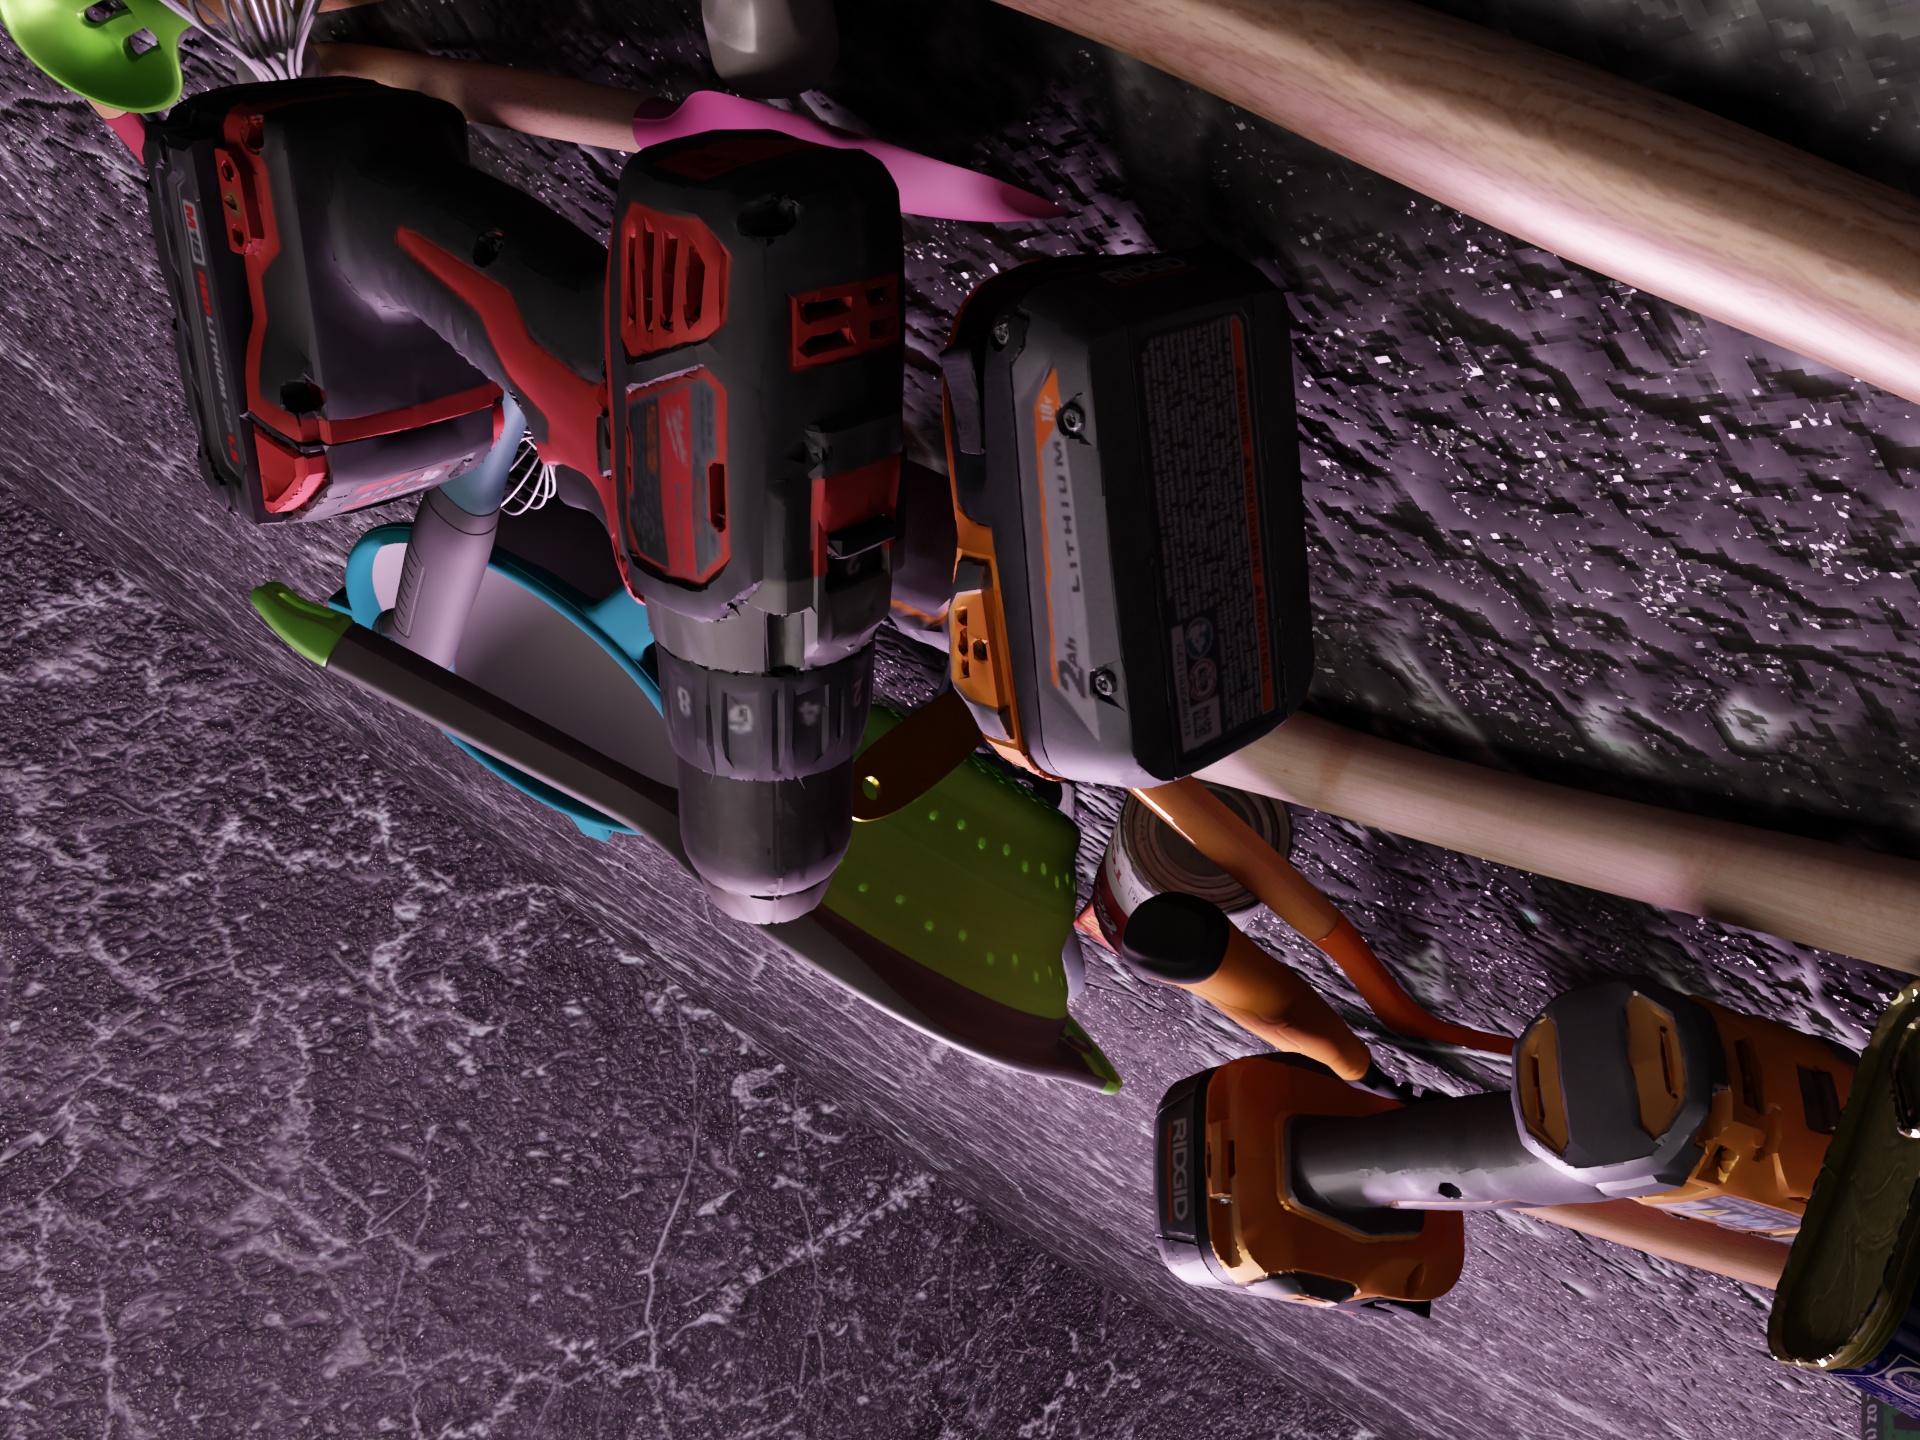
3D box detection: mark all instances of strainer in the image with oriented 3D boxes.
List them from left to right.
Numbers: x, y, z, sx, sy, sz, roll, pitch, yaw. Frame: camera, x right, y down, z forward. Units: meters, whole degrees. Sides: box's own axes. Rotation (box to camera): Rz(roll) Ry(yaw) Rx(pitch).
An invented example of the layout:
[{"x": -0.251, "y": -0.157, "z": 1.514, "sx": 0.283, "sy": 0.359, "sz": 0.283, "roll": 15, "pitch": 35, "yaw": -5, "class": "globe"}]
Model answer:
[{"x": -0.160, "y": -0.059, "z": 0.761, "sx": 0.211, "sy": 0.095, "sz": 0.340, "roll": 45, "pitch": 144, "yaw": -17, "class": "strainer"}]

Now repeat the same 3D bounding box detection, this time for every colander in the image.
[{"x": -0.084, "y": 0.018, "z": 0.655, "sx": 0.397, "sy": 0.094, "sz": 0.205, "roll": 30, "pitch": -178, "yaw": -16, "class": "colander"}]

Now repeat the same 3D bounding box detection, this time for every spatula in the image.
[{"x": 0.114, "y": 0.049, "z": 0.556, "sx": 0.322, "sy": 0.041, "sz": 0.081, "roll": 40, "pitch": 163, "yaw": -17, "class": "spatula"}, {"x": 0.233, "y": 0.205, "z": 0.651, "sx": 0.318, "sy": 0.044, "sz": 0.082, "roll": 7, "pitch": 164, "yaw": 40, "class": "spatula"}]

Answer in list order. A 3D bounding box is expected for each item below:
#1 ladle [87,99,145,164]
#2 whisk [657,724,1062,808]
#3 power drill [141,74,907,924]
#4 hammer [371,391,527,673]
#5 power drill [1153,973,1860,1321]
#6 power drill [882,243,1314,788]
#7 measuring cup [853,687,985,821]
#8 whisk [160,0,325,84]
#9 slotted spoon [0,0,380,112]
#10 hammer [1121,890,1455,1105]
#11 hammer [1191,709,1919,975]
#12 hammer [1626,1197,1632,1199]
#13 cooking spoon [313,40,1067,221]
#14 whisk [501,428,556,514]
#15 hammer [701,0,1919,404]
[{"x": -0.360, "y": -0.270, "z": 0.646, "sx": 0.069, "sy": 0.031, "sz": 0.315, "roll": 24, "pitch": 158, "yaw": 21, "class": "ladle"}, {"x": -0.064, "y": 0.020, "z": 0.829, "sx": 0.296, "sy": 0.073, "sz": 0.073, "roll": 8, "pitch": 149, "yaw": 43, "class": "whisk"}, {"x": -0.106, "y": -0.064, "z": 0.408, "sx": 0.227, "sy": 0.080, "sz": 0.187, "roll": 25, "pitch": 126, "yaw": 33, "class": "power drill"}, {"x": -0.195, "y": -0.086, "z": 0.619, "sx": 0.128, "sy": 0.033, "sz": 0.331, "roll": 43, "pitch": 148, "yaw": -4, "class": "hammer"}, {"x": 0.200, "y": 0.152, "z": 0.537, "sx": 0.185, "sy": 0.084, "sz": 0.226, "roll": 21, "pitch": 148, "yaw": -30, "class": "power drill"}, {"x": -0.021, "y": -0.074, "z": 0.435, "sx": 0.227, "sy": 0.084, "sz": 0.164, "roll": 13, "pitch": 118, "yaw": 47, "class": "power drill"}, {"x": -0.001, "y": -0.002, "z": 0.525, "sx": 0.029, "sy": 0.156, "sz": 0.062, "roll": -27, "pitch": 97, "yaw": 40, "class": "measuring cup"}, {"x": -0.203, "y": -0.195, "z": 0.469, "sx": 0.058, "sy": 0.059, "sz": 0.246, "roll": 66, "pitch": 165, "yaw": -5, "class": "whisk"}, {"x": -0.237, "y": -0.237, "z": 0.521, "sx": 0.314, "sy": 0.031, "sz": 0.070, "roll": 15, "pitch": 154, "yaw": 40, "class": "slotted spoon"}, {"x": 0.155, "y": 0.135, "z": 0.661, "sx": 0.127, "sy": 0.034, "sz": 0.336, "roll": 12, "pitch": 164, "yaw": 34, "class": "hammer"}, {"x": 0.210, "y": 0.046, "z": 0.464, "sx": 0.411, "sy": 0.038, "sz": 0.146, "roll": 16, "pitch": 156, "yaw": 44, "class": "hammer"}, {"x": 0.430, "y": 0.229, "z": 0.555, "sx": 0.406, "sy": 0.035, "sz": 0.143, "roll": 23, "pitch": 159, "yaw": 30, "class": "hammer"}, {"x": -0.100, "y": -0.167, "z": 0.441, "sx": 0.319, "sy": 0.017, "sz": 0.068, "roll": 26, "pitch": -164, "yaw": 37, "class": "cooking spoon"}, {"x": -0.241, "y": -0.138, "z": 0.743, "sx": 0.070, "sy": 0.070, "sz": 0.285, "roll": 46, "pitch": 164, "yaw": -32, "class": "whisk"}, {"x": 0.080, "y": -0.115, "z": 0.285, "sx": 0.331, "sy": 0.031, "sz": 0.130, "roll": 29, "pitch": 162, "yaw": 14, "class": "hammer"}]
